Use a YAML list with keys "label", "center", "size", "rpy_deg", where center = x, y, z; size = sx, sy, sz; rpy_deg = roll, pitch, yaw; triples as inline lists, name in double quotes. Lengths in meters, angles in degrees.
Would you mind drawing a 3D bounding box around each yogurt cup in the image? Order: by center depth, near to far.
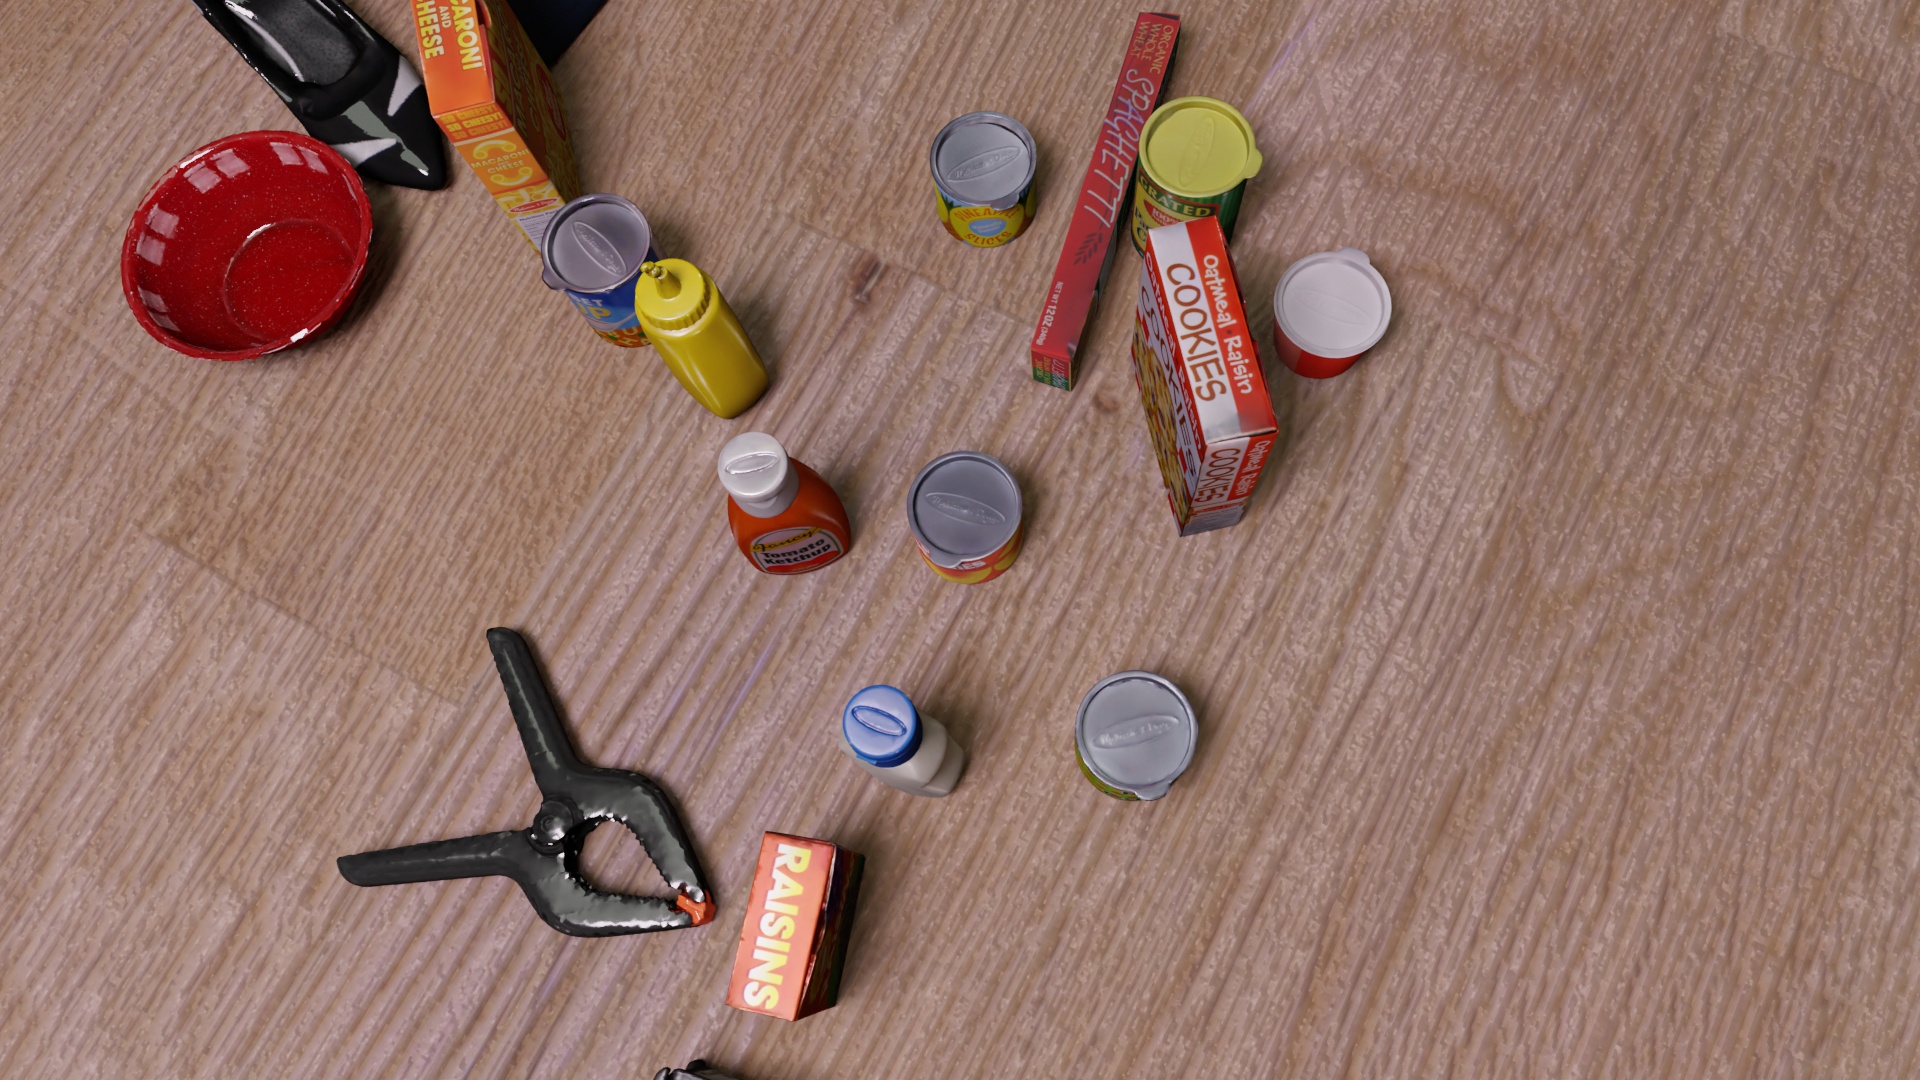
- label: "yogurt cup"
  center: [0.220, -0.132, 0.838]
  size: [0.072, 0.054, 0.072]
  rpy_deg: [-1, 74, 3]

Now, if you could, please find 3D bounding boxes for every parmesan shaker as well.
- label: "parmesan shaker"
  center: [0.141, -0.210, 0.841]
  size: [0.071, 0.103, 0.071]
  rpy_deg: [-1, 74, 3]

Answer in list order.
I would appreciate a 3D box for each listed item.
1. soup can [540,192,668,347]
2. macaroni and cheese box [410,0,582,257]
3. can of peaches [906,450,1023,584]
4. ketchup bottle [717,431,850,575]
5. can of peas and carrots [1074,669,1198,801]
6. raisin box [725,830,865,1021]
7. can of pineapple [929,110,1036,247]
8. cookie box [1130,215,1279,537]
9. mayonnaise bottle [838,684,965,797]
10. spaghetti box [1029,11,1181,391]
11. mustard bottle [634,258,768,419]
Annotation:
- label: "soup can"
  center: [-0.215, -0.163, 0.859]
  size: [0.071, 0.083, 0.071]
  rpy_deg: [-1, 74, 3]
- label: "macaroni and cheese box"
  center: [-0.280, -0.269, 0.851]
  size: [0.040, 0.166, 0.124]
  rpy_deg: [-16, 74, -1]
- label: "can of peaches"
  center: [0.003, -0.010, 0.814]
  size: [0.071, 0.058, 0.071]
  rpy_deg: [-1, 74, 3]
- label: "ketchup bottle"
  center: [-0.102, -0.020, 0.776]
  size: [0.065, 0.148, 0.043]
  rpy_deg: [-14, 74, 0]
- label: "can of peas and carrots"
  center: [0.097, 0.112, 0.771]
  size: [0.071, 0.058, 0.071]
  rpy_deg: [-1, 74, 3]
- label: "raisin box"
  center: [-0.082, 0.200, 0.723]
  size: [0.040, 0.123, 0.086]
  rpy_deg: [10, 75, 7]
- label: "can of pineapple"
  center: [0.016, -0.225, 0.876]
  size: [0.071, 0.057, 0.071]
  rpy_deg: [-1, 74, 3]
- label: "cookie box"
  center: [0.132, -0.085, 0.771]
  size: [0.040, 0.167, 0.123]
  rpy_deg: [-12, 74, 0]
- label: "mayonnaise bottle"
  center: [-0.034, 0.106, 0.735]
  size: [0.065, 0.147, 0.041]
  rpy_deg: [21, 77, 9]
- label: "spaghetti box"
  center: [0.092, -0.216, 0.873]
  size: [0.029, 0.050, 0.250]
  rpy_deg: [16, 75, 8]
- label: "mustard bottle"
  center: [-0.154, -0.123, 0.803]
  size: [0.049, 0.160, 0.065]
  rpy_deg: [-44, 76, -8]
